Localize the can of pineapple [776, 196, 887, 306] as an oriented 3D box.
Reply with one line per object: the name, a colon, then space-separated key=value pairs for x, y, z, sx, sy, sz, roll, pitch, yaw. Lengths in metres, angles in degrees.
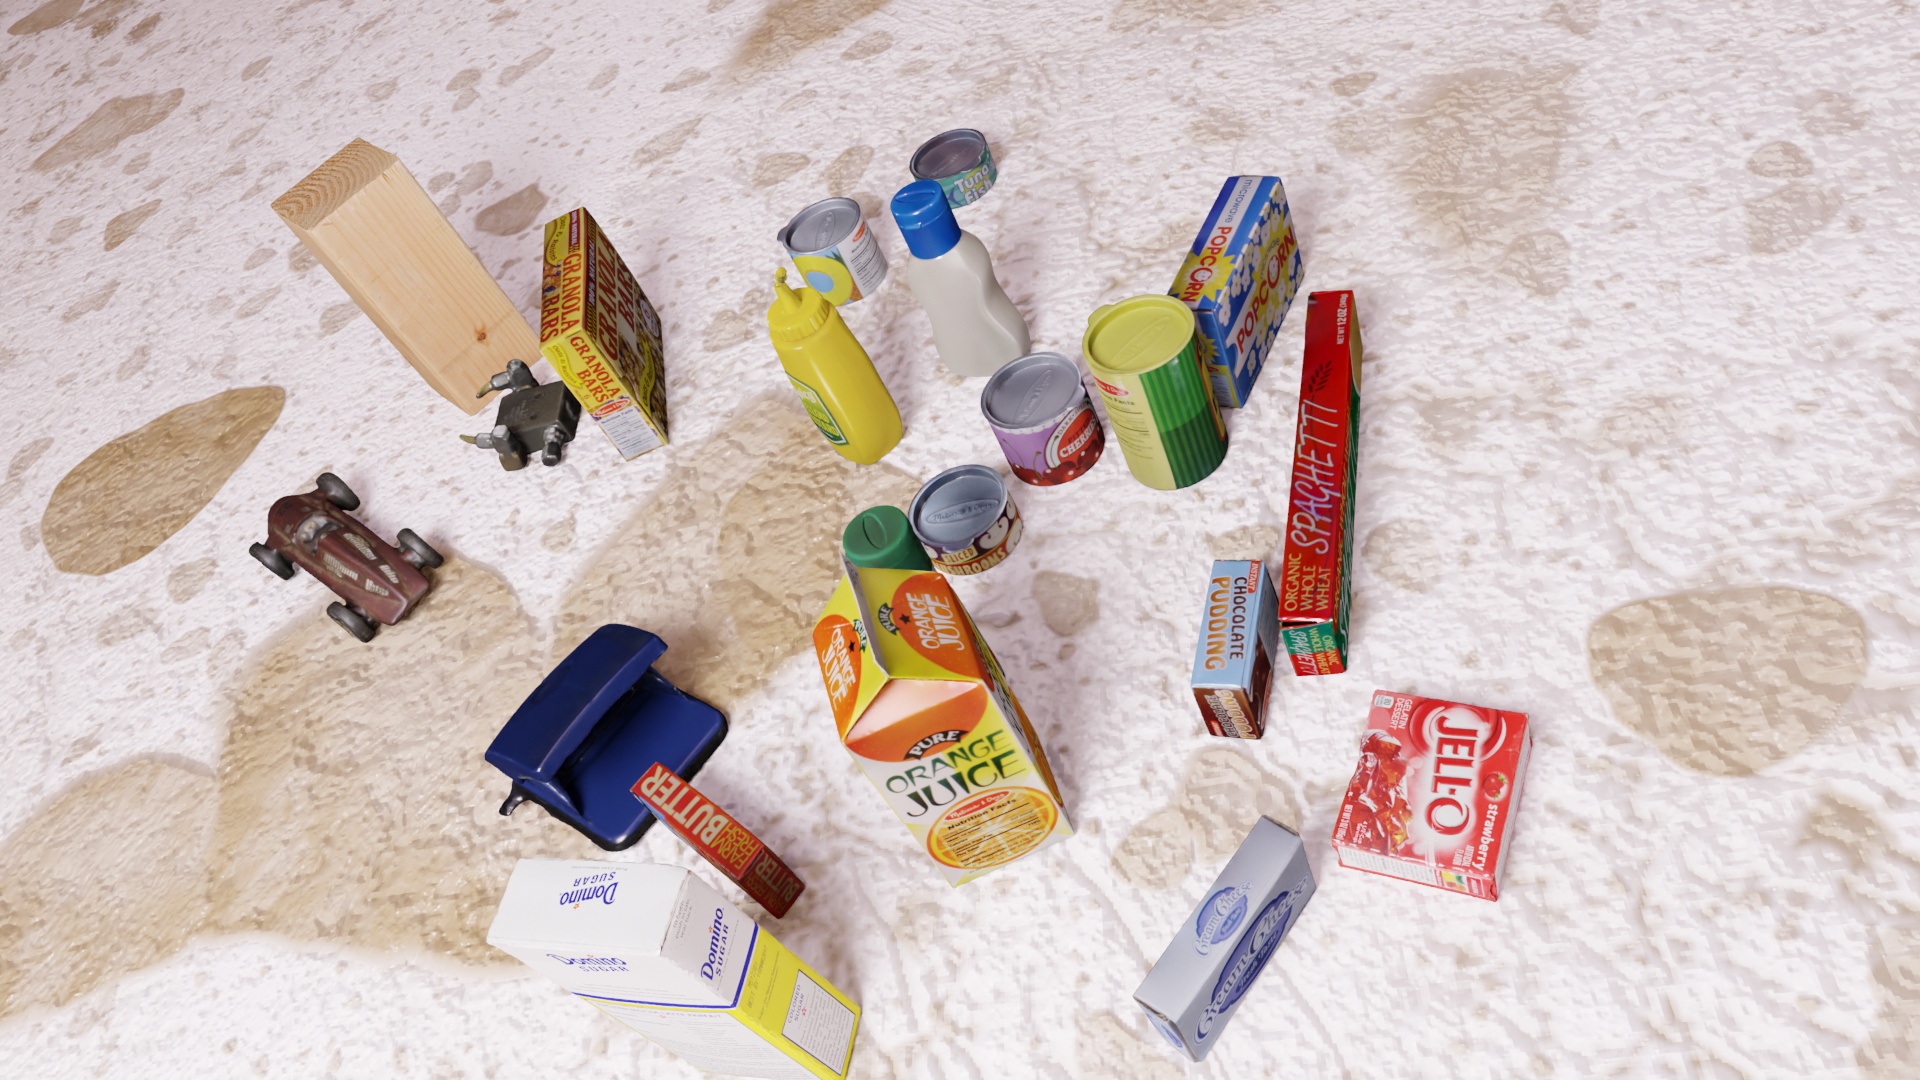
can of pineapple: x=-0.099 y=-0.226 z=1.089 sx=0.071 sy=0.057 sz=0.071 roll=-13 pitch=47 yaw=15

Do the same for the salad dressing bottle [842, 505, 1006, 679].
salad dressing bottle: x=-0.019 y=0.041 z=0.753 sx=0.044 sy=0.147 sz=0.064 roll=-29 pitch=45 yaw=0

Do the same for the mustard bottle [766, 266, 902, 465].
mustard bottle: x=-0.091 y=-0.119 z=0.919 sx=0.049 sy=0.159 sz=0.065 roll=-44 pitch=47 yaw=-14

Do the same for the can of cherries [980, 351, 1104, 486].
can of cherries: x=0.055 y=-0.076 z=0.883 sx=0.071 sy=0.058 sz=0.072 roll=-13 pitch=47 yaw=15

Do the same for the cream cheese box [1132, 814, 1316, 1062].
cream cheese box: x=0.122 y=0.181 z=0.630 sx=0.024 sy=0.053 sz=0.104 roll=25 pitch=65 yaw=39

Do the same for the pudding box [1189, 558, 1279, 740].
pudding box: x=0.146 y=0.056 z=0.730 sx=0.030 sy=0.049 sz=0.084 roll=-1 pitch=51 yaw=25

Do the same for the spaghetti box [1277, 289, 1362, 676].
spaghetti box: x=0.206 y=-0.039 z=0.786 sx=0.028 sy=0.050 sz=0.251 roll=-3 pitch=50 yaw=23

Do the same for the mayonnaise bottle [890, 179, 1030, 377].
mayonnaise bottle: x=-0.003 y=-0.173 z=0.934 sx=0.065 sy=0.147 sz=0.041 roll=-1 pitch=51 yaw=25

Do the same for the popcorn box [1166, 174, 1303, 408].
popcorn box: x=0.175 y=-0.159 z=0.880 sx=0.038 sy=0.085 sz=0.127 roll=10 pitch=56 yaw=32

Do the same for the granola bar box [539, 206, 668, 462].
granola bar box: x=-0.272 y=-0.160 z=1.066 sx=0.039 sy=0.123 sz=0.166 roll=-22 pitch=45 yaw=7

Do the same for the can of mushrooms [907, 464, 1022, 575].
can of mushrooms: x=0.003 y=-0.011 z=0.868 sx=0.071 sy=0.033 sz=0.071 roll=-13 pitch=47 yaw=15

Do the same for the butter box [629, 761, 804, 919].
butter box: x=-0.134 y=0.165 z=0.766 sx=0.103 sy=0.053 sz=0.024 roll=26 pitch=66 yaw=39

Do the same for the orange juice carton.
orange juice carton: x=-0.013 y=0.086 z=0.679 sx=0.073 sy=0.192 sz=0.072 roll=-25 pitch=45 yaw=4

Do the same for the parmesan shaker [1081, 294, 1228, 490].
parmesan shaker: x=0.117 y=-0.089 z=0.834 sx=0.071 sy=0.102 sz=0.072 roll=-13 pitch=47 yaw=15

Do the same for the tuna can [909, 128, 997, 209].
tuna can: x=-0.004 y=-0.300 z=1.126 sx=0.071 sy=0.032 sz=0.071 roll=-13 pitch=47 yaw=15
